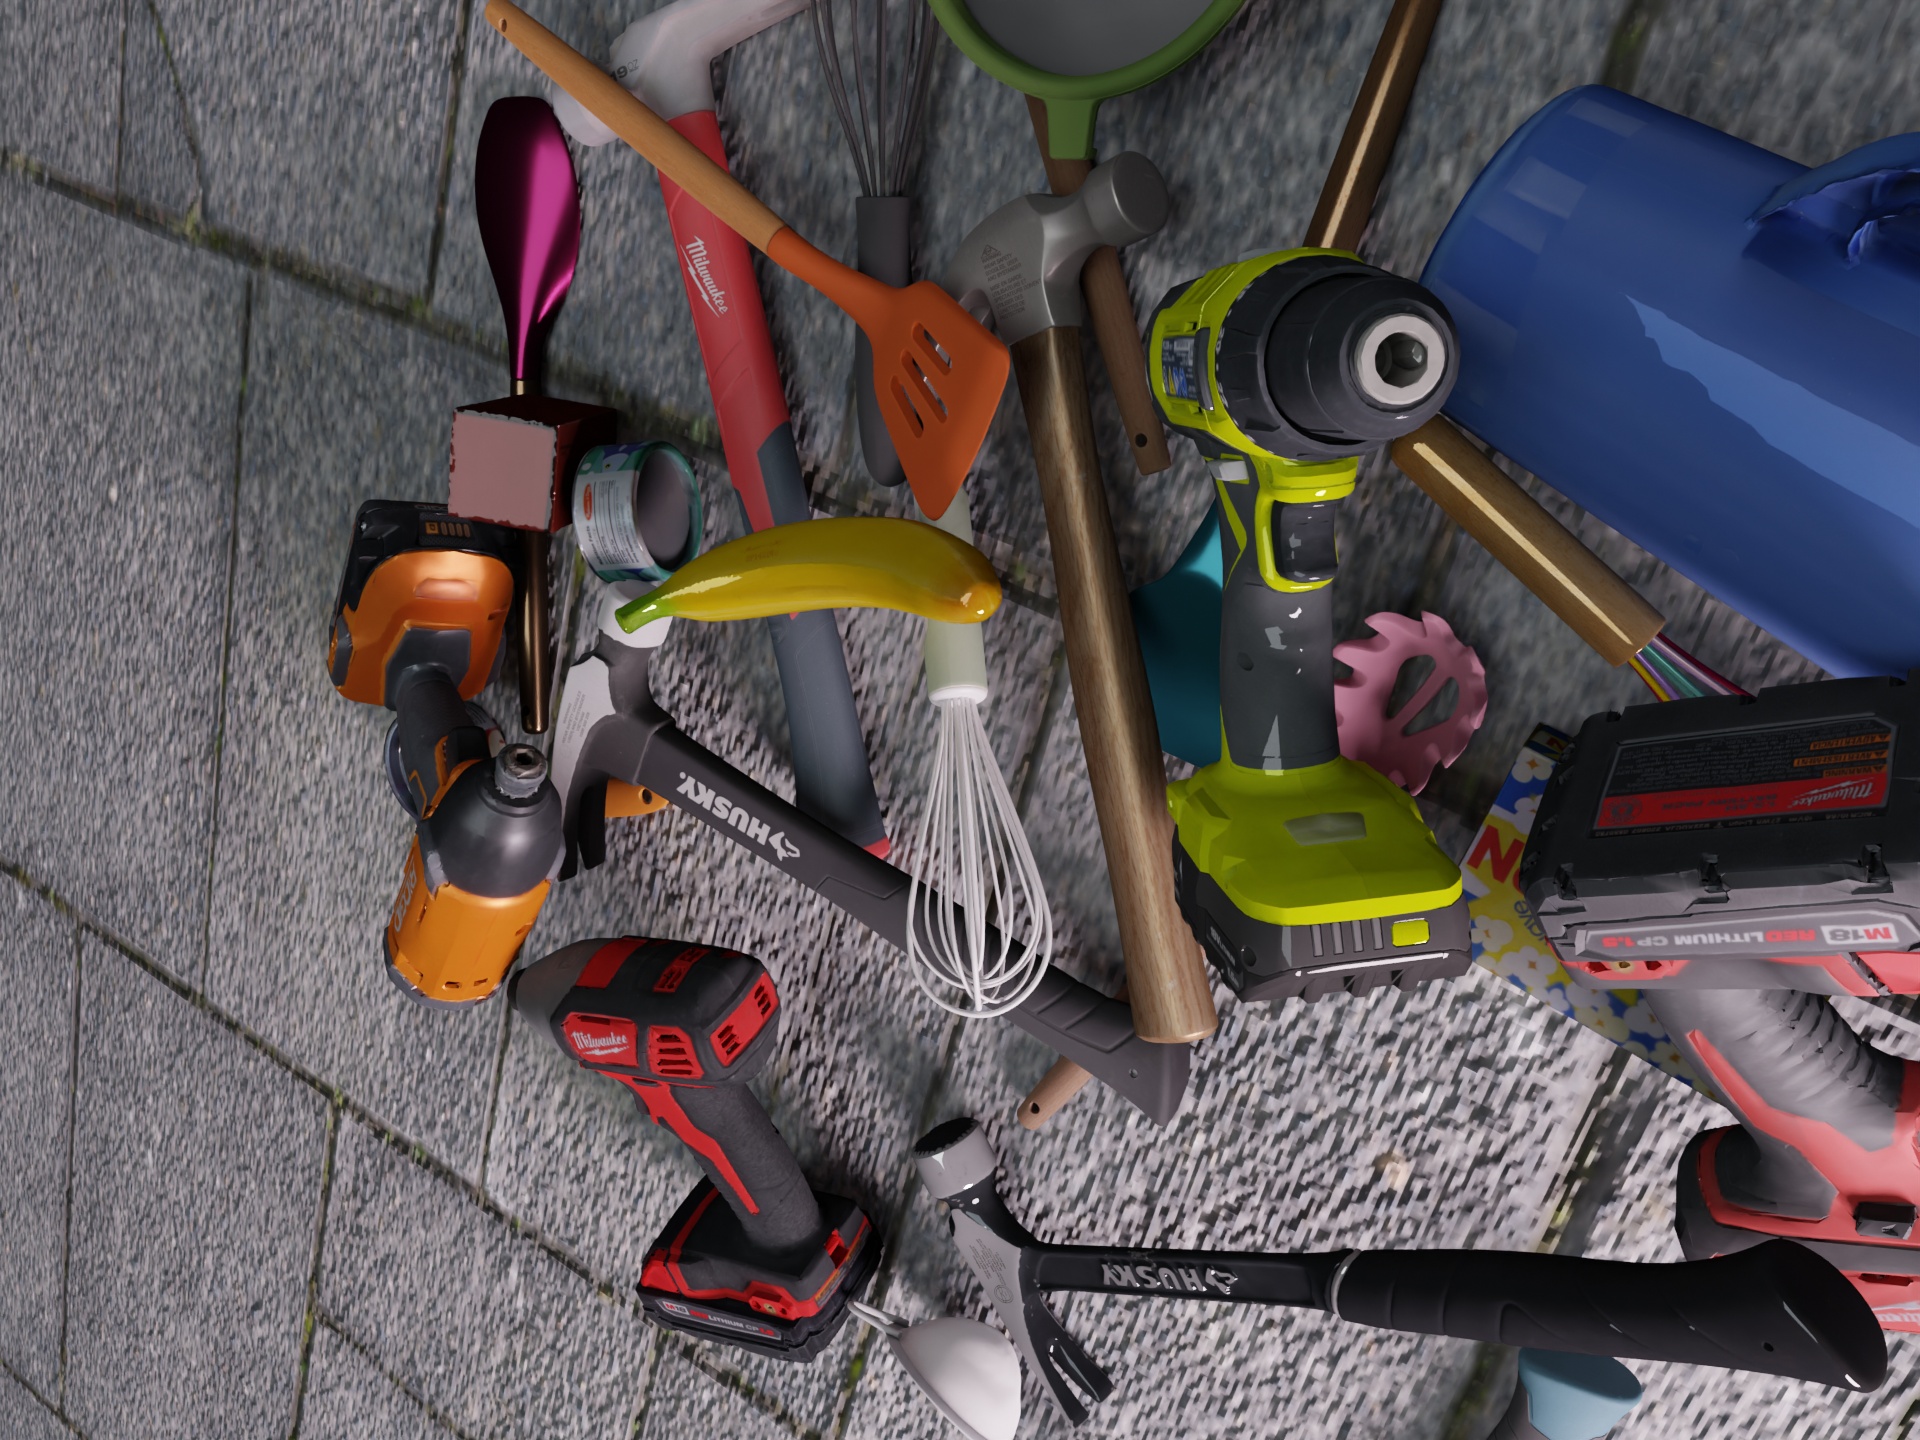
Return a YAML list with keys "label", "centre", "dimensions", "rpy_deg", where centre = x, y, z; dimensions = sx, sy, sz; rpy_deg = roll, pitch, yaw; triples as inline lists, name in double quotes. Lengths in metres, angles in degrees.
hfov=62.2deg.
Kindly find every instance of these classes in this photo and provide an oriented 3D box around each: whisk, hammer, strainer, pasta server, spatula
- label: "whisk"
  centre: [-0.033, -0.215, 0.659]
  dimensions: [0.055, 0.055, 0.238]
  rpy_deg: [10, 112, 29]
- label: "hammer"
  centre: [-0.047, 0.077, 0.706]
  dimensions: [0.335, 0.035, 0.146]
  rpy_deg: [30, 113, 17]
- label: "whisk"
  centre: [-0.001, -0.002, 0.655]
  dimensions: [0.059, 0.057, 0.246]
  rpy_deg: [-8, 74, 11]
- label: "hammer"
  centre: [0.136, 0.221, 0.612]
  dimensions: [0.409, 0.036, 0.149]
  rpy_deg: [-19, 97, 50]
- label: "strainer"
  centre: [0.047, 0.360, 0.740]
  dimensions: [0.050, 0.087, 0.258]
  rpy_deg: [-40, 79, -1]
- label: "pasta server"
  centre: [0.106, 0.077, 0.655]
  dimensions: [0.060, 0.040, 0.316]
  rpy_deg: [49, 123, 21]
- label: "hammer"
  centre: [0.193, 0.390, 0.686]
  dimensions: [0.128, 0.033, 0.331]
  rpy_deg: [31, 116, 22]
- label: "spatula"
  centre: [0.031, -0.250, 0.628]
  dimensions: [0.060, 0.018, 0.316]
  rpy_deg: [-16, 93, 36]
- label: "hammer"
  centre: [-0.077, -0.123, 0.716]
  dimensions: [0.143, 0.038, 0.386]
  rpy_deg: [-9, 97, 31]
- label: "spatula"
  centre: [-0.097, -0.211, 0.658]
  dimensions: [0.323, 0.041, 0.081]
  rpy_deg: [42, 131, 16]
- label: "hammer"
  centre: [0.052, -0.038, 0.626]
  dimensions: [0.130, 0.031, 0.331]
  rpy_deg: [-10, 91, 49]
- label: "strainer"
  centre: [0.027, -0.340, 0.577]
  dimensions: [0.151, 0.069, 0.256]
  rpy_deg: [-44, 78, 33]
- label: "spatula"
  centre: [0.123, -0.127, 0.603]
  dimensions: [0.082, 0.044, 0.317]
  rpy_deg: [27, 110, 25]
- label: "whisk"
  centre: [0.228, -0.007, 0.499]
  dimensions: [0.245, 0.051, 0.047]
  rpy_deg: [44, 113, 6]

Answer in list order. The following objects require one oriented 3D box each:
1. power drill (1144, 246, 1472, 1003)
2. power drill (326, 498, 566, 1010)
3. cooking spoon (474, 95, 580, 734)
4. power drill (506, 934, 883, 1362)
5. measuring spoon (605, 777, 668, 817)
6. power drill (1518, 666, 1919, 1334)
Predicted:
- label: "power drill"
  centre: [0.110, -0.033, 0.503]
  dimensions: [0.080, 0.191, 0.228]
  rpy_deg: [-7, 104, -3]
- label: "power drill"
  centre: [-0.241, 0.001, 0.759]
  dimensions: [0.164, 0.084, 0.227]
  rpy_deg: [-55, 46, 42]
- label: "cooking spoon"
  centre: [-0.220, -0.147, 0.807]
  dimensions: [0.069, 0.017, 0.318]
  rpy_deg: [10, 107, 27]
- label: "power drill"
  centre: [-0.131, 0.198, 0.766]
  dimensions: [0.143, 0.078, 0.219]
  rpy_deg: [0, 122, 31]
- label: "measuring spoon"
  centre: [-0.200, 0.044, 0.848]
  dimensions: [0.117, 0.011, 0.021]
  rpy_deg: [-6, 99, 32]
- label: "power drill"
  centre: [0.278, 0.097, 0.449]
  dimensions: [0.188, 0.080, 0.226]
  rpy_deg: [-10, 124, 42]
